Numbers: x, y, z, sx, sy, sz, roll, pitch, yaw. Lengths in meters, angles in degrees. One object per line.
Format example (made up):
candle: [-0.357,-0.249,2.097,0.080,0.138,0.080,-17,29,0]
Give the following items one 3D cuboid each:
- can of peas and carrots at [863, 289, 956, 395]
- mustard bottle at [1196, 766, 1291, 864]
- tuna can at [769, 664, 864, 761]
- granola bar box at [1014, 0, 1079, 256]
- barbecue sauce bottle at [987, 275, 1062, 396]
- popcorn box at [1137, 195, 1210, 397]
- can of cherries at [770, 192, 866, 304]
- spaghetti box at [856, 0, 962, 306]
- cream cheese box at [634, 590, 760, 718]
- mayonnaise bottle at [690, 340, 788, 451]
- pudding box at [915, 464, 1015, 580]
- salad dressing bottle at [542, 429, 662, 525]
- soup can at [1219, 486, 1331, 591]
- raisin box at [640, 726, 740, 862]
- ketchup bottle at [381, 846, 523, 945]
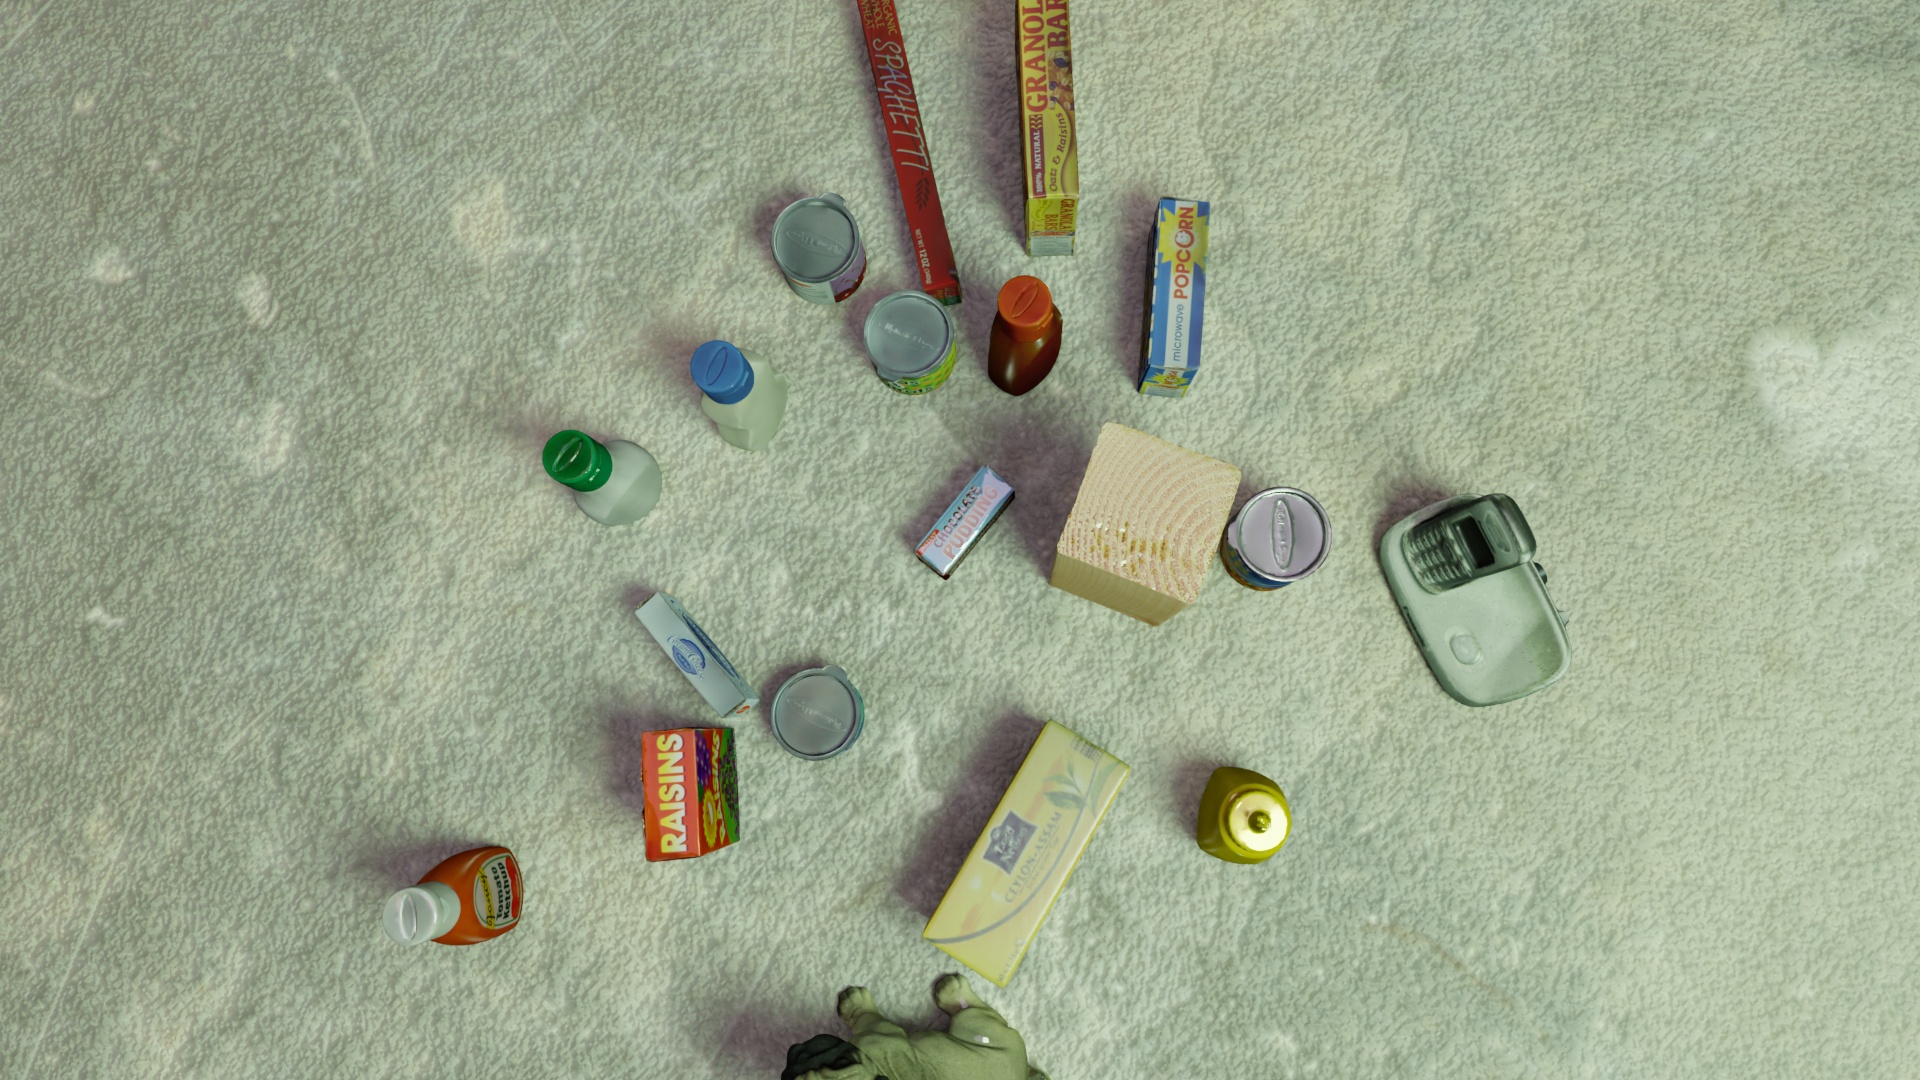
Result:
can of peas and carrots: [-0.037,-0.144,1.032,0.071,0.058,0.071,0,82,2]
mustard bottle: [0.190,0.186,0.925,0.049,0.160,0.065,14,83,4]
tuna can: [-0.102,0.124,1.010,0.071,0.033,0.071,0,82,2]
granola bar box: [0.062,-0.306,1.018,0.039,0.124,0.165,-3,82,2]
barbecue sauce bottle: [0.046,-0.148,0.984,0.044,0.148,0.065,37,86,6]
popcorn box: [0.155,-0.175,1.015,0.038,0.085,0.127,5,82,3]
can of cherries: [-0.104,-0.219,1.046,0.071,0.058,0.071,0,82,2]
spaghetti box: [-0.039,-0.302,1.059,0.029,0.050,0.250,-13,82,1]
cream cheese box: [-0.191,0.084,1.009,0.024,0.053,0.104,-41,82,-3]
mayonnaise bottle: [-0.158,-0.106,0.987,0.041,0.148,0.065,22,84,5]
pudding box: [0.004,-0.013,1.017,0.030,0.049,0.084,39,85,7]
salad dressing bottle: [-0.253,-0.046,0.983,0.044,0.147,0.064,37,86,7]
soup can: [0.220,0.000,0.989,0.071,0.083,0.071,0,82,2]
raisin box: [-0.186,0.172,0.961,0.040,0.123,0.086,-4,82,2]
ketchup bottle: [-0.344,0.246,0.944,0.043,0.148,0.065,-10,82,1]
